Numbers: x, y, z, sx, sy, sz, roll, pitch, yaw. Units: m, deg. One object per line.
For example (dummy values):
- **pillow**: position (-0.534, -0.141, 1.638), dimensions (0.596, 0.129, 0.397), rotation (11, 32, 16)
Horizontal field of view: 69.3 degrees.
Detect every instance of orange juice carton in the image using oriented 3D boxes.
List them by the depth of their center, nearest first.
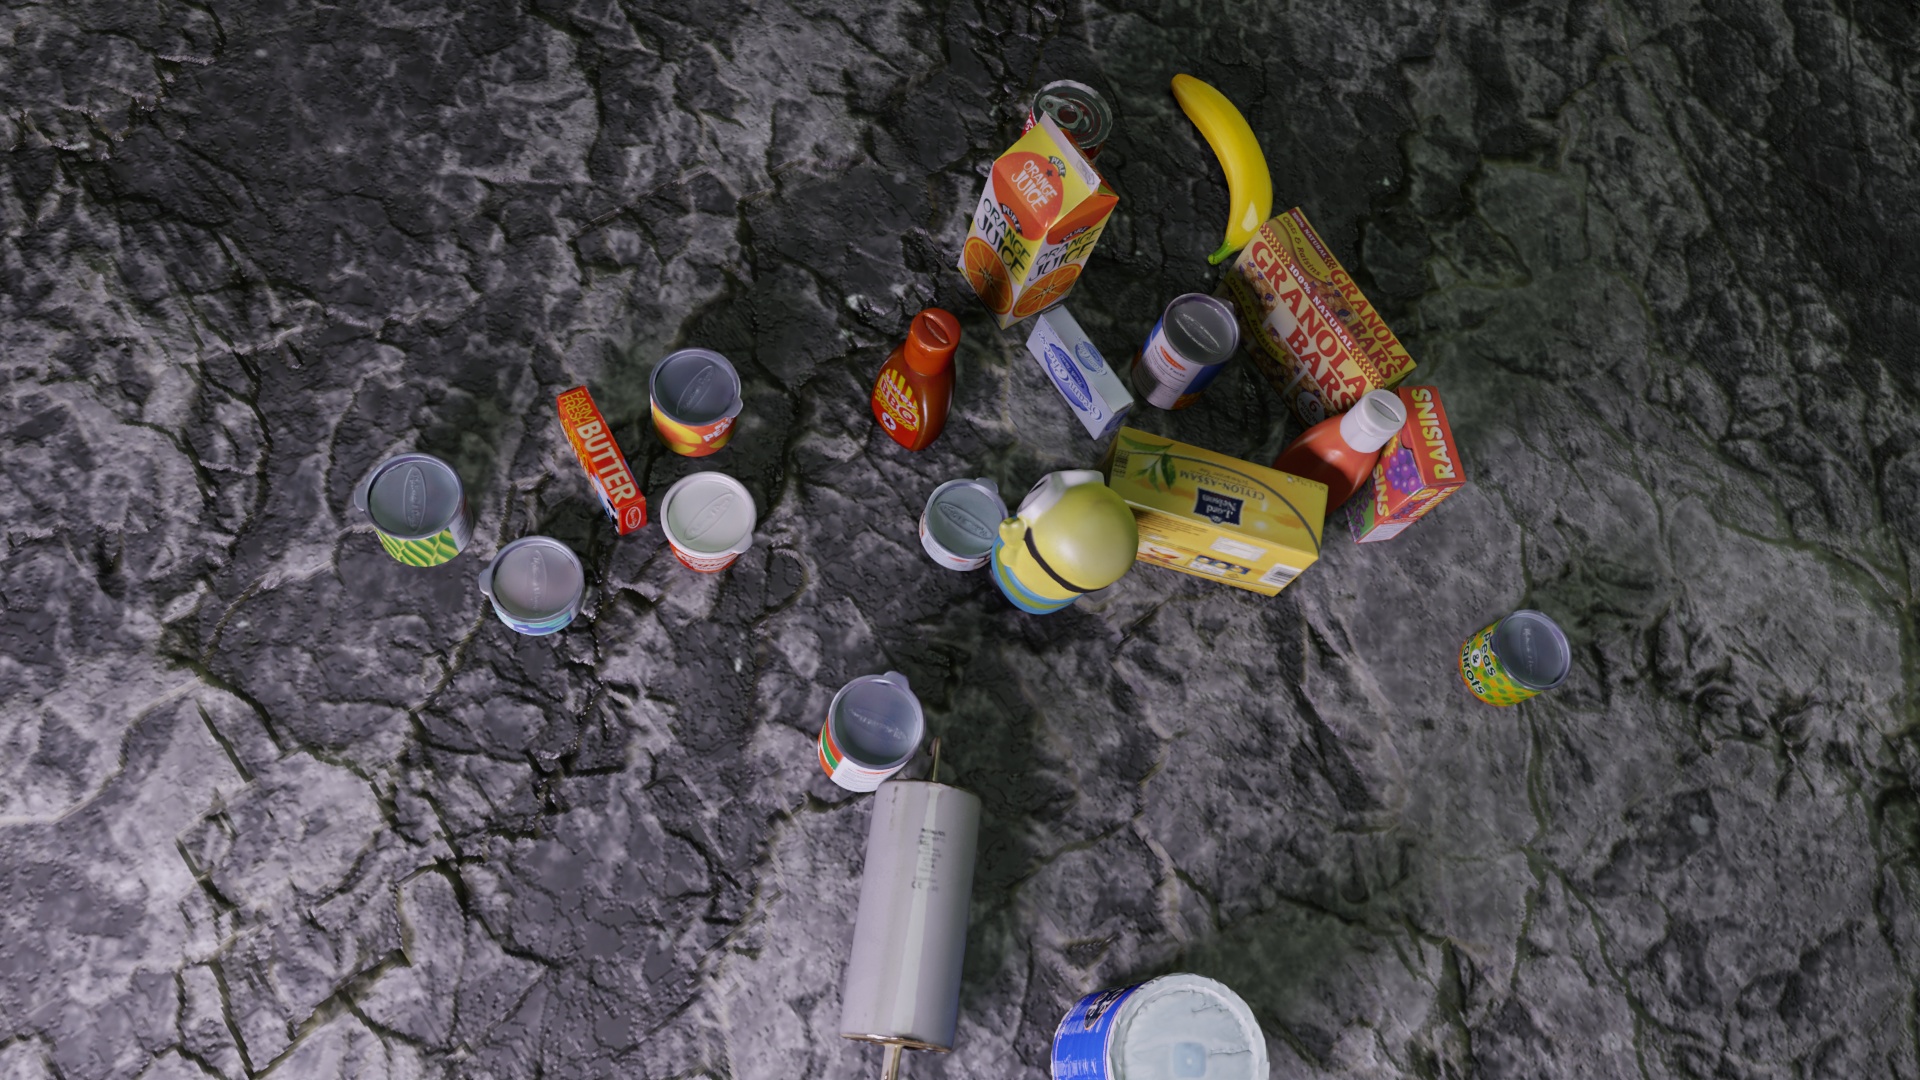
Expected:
- **orange juice carton**: position (0.062, -0.253, 1.095), dimensions (0.073, 0.192, 0.072), rotation (-30, 78, -21)

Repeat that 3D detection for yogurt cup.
- **yogurt cup**: position (-0.185, -0.010, 1.020), dimensions (0.072, 0.053, 0.072), rotation (4, 68, -11)

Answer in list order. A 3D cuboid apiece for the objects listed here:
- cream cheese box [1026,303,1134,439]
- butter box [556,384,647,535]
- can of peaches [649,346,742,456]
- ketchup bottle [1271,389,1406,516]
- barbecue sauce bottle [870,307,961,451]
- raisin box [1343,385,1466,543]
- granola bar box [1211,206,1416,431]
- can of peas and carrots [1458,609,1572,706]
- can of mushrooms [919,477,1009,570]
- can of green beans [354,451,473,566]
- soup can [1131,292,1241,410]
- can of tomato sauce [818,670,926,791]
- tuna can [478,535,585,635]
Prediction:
- **cream cheese box**: position (0.097, -0.137, 1.132), dimensions (0.024, 0.053, 0.104), rotation (-30, 78, -21)
- **butter box**: position (-0.264, -0.059, 1.023), dimensions (0.024, 0.053, 0.103), rotation (-26, 76, -20)
- **can of peaches**: position (-0.199, -0.103, 1.052), dimensions (0.071, 0.057, 0.071), rotation (4, 68, -11)
- **ketchup bottle**: position (0.300, -0.070, 1.097), dimensions (0.065, 0.148, 0.044), rotation (39, 67, 5)
- **barbecue sauce bottle**: position (-0.031, -0.123, 1.047), dimensions (0.044, 0.148, 0.065), rotation (-36, 80, -22)
- **raisin box**: position (0.348, -0.060, 1.117), dimensions (0.040, 0.123, 0.086), rotation (-4, 70, -14)
- **granola bar box**: position (0.288, -0.174, 1.149), dimensions (0.039, 0.123, 0.166), rotation (-28, 77, -20)
- **can of peas and carrots**: position (0.441, 0.095, 1.111), dimensions (0.071, 0.058, 0.071), rotation (4, 68, -11)
- **can of mushrooms**: position (0.004, -0.013, 1.074), dimensions (0.071, 0.033, 0.071), rotation (4, 68, -11)
- **can of green beans**: position (-0.382, -0.021, 0.980), dimensions (0.071, 0.057, 0.071), rotation (4, 68, -11)
- **soup can**: position (0.186, -0.155, 1.142), dimensions (0.071, 0.083, 0.071), rotation (4, 68, -11)
- **can of tomato sauce**: position (-0.063, 0.134, 0.973), dimensions (0.071, 0.082, 0.071), rotation (4, 68, -11)
- **tuna can**: position (-0.304, 0.033, 0.989), dimensions (0.071, 0.032, 0.071), rotation (4, 68, -11)
